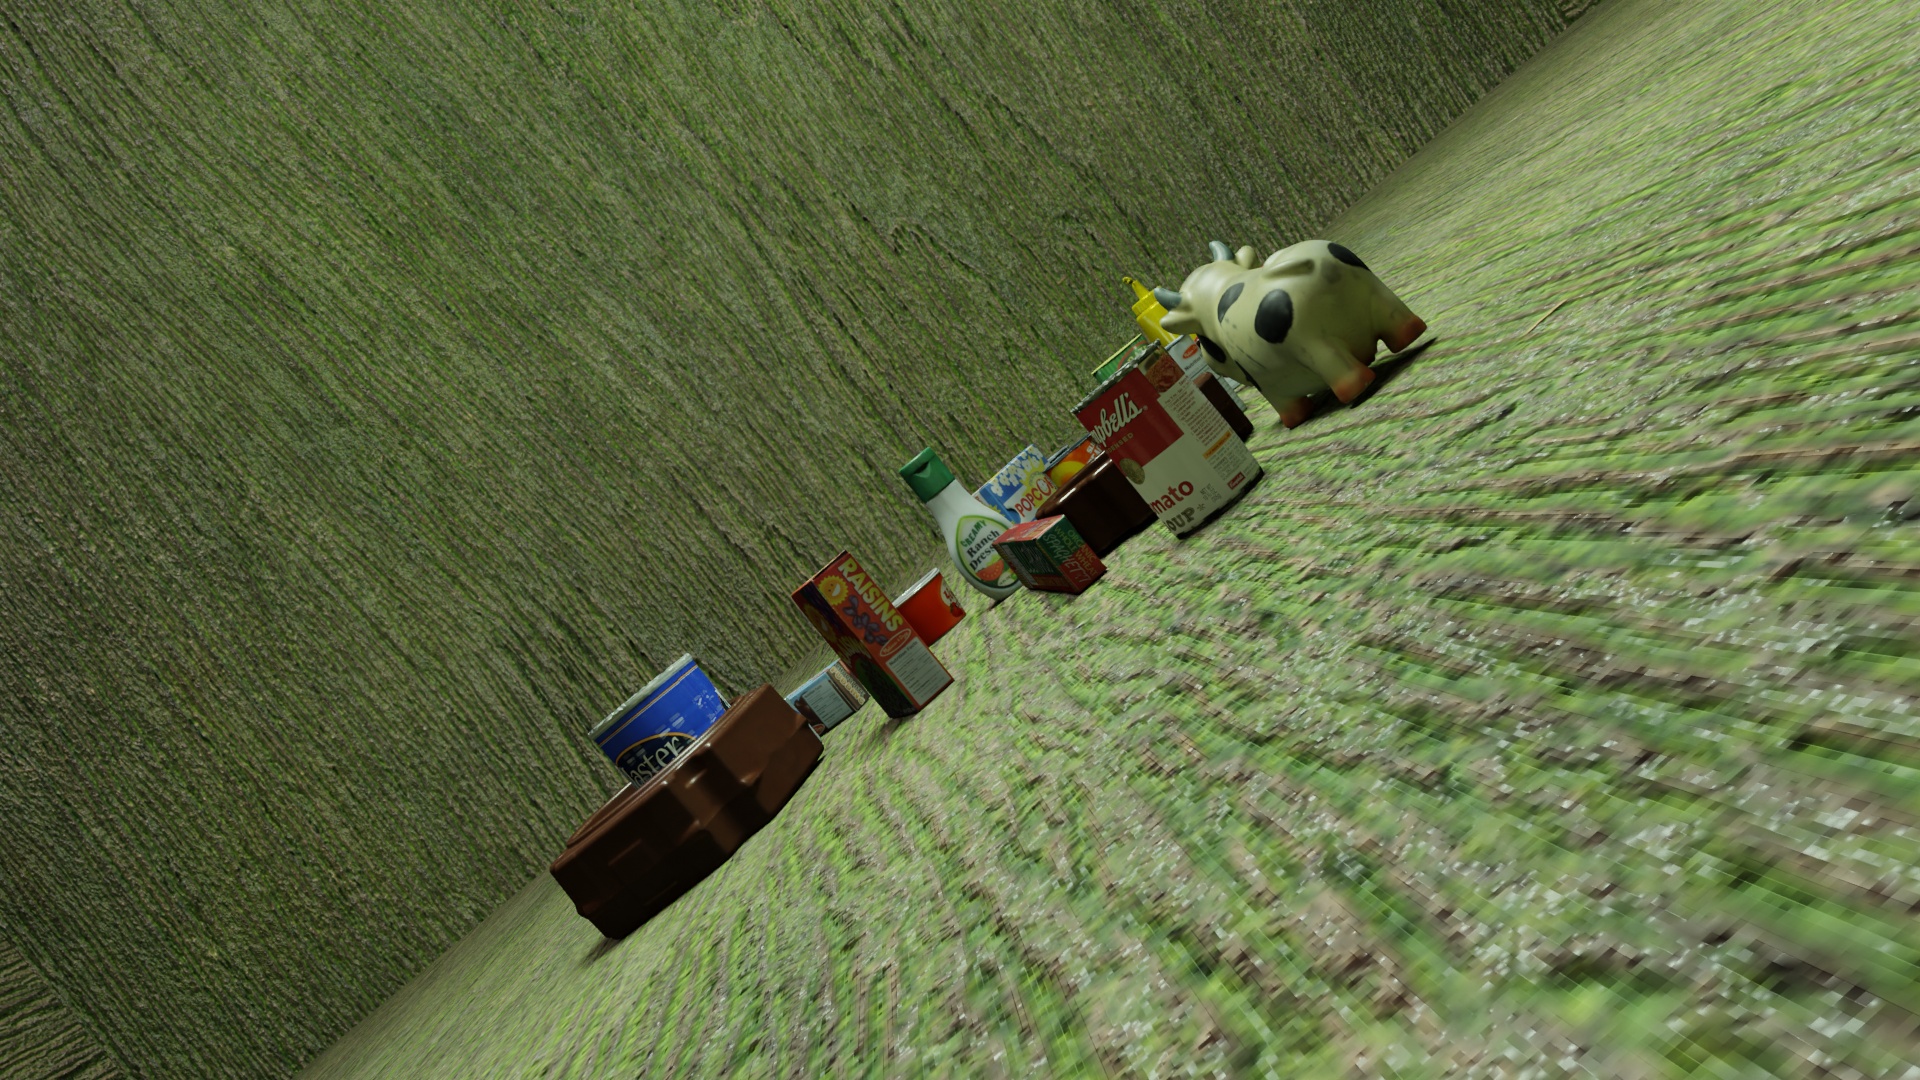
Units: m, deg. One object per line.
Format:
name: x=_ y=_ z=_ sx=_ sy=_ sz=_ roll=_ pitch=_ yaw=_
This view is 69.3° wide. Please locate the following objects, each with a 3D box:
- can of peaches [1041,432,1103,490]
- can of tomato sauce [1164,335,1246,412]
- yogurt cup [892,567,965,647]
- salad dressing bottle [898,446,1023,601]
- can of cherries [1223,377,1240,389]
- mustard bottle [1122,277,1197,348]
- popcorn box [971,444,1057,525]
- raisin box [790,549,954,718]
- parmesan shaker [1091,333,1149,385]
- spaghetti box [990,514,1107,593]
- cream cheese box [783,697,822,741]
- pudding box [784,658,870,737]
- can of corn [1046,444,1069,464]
can of peaches: x=0.128 y=-0.069 z=1.413 sx=0.071 sy=0.058 sz=0.071 roll=-39 pitch=2 yaw=2
can of tomato sauce: x=0.192 y=-0.125 z=1.186 sx=0.071 sy=0.083 sz=0.071 roll=-39 pitch=2 yaw=2
yogurt cup: x=-0.032 y=0.068 z=1.350 sx=0.072 sy=0.054 sz=0.072 roll=-39 pitch=2 yaw=2
salad dressing bottle: x=0.004 y=-0.015 z=1.235 sx=0.064 sy=0.147 sz=0.044 roll=-40 pitch=2 yaw=-1
can of cherries: x=0.271 y=-0.187 z=1.417 sx=0.071 sy=0.058 sz=0.071 roll=-39 pitch=2 yaw=2
mustard bottle: x=0.232 y=-0.226 z=1.505 sx=0.049 sy=0.160 sz=0.065 roll=-40 pitch=2 yaw=-13
popcorn box: x=0.067 y=-0.039 z=1.446 sx=0.038 sy=0.085 sz=0.127 roll=-38 pitch=3 yaw=36
raisin box: x=-0.067 y=0.071 z=1.028 sx=0.040 sy=0.123 sz=0.086 roll=-40 pitch=2 yaw=-19
parmesan shaker: x=0.196 y=-0.156 z=1.444 sx=0.071 sy=0.103 sz=0.071 roll=-39 pitch=2 yaw=2
spaghetti box: x=0.062 y=0.011 z=1.047 sx=0.029 sy=0.050 sz=0.250 roll=-40 pitch=3 yaw=-5
cream cheese box: x=-0.181 y=0.194 z=1.294 sx=0.103 sy=0.053 sz=0.024 roll=-38 pitch=3 yaw=32
pudding box: x=-0.131 y=0.154 z=1.321 sx=0.083 sy=0.049 sz=0.030 roll=-38 pitch=3 yaw=34
can of corn: x=0.111 y=-0.062 z=1.529 sx=0.071 sy=0.058 sz=0.071 roll=-39 pitch=2 yaw=2
